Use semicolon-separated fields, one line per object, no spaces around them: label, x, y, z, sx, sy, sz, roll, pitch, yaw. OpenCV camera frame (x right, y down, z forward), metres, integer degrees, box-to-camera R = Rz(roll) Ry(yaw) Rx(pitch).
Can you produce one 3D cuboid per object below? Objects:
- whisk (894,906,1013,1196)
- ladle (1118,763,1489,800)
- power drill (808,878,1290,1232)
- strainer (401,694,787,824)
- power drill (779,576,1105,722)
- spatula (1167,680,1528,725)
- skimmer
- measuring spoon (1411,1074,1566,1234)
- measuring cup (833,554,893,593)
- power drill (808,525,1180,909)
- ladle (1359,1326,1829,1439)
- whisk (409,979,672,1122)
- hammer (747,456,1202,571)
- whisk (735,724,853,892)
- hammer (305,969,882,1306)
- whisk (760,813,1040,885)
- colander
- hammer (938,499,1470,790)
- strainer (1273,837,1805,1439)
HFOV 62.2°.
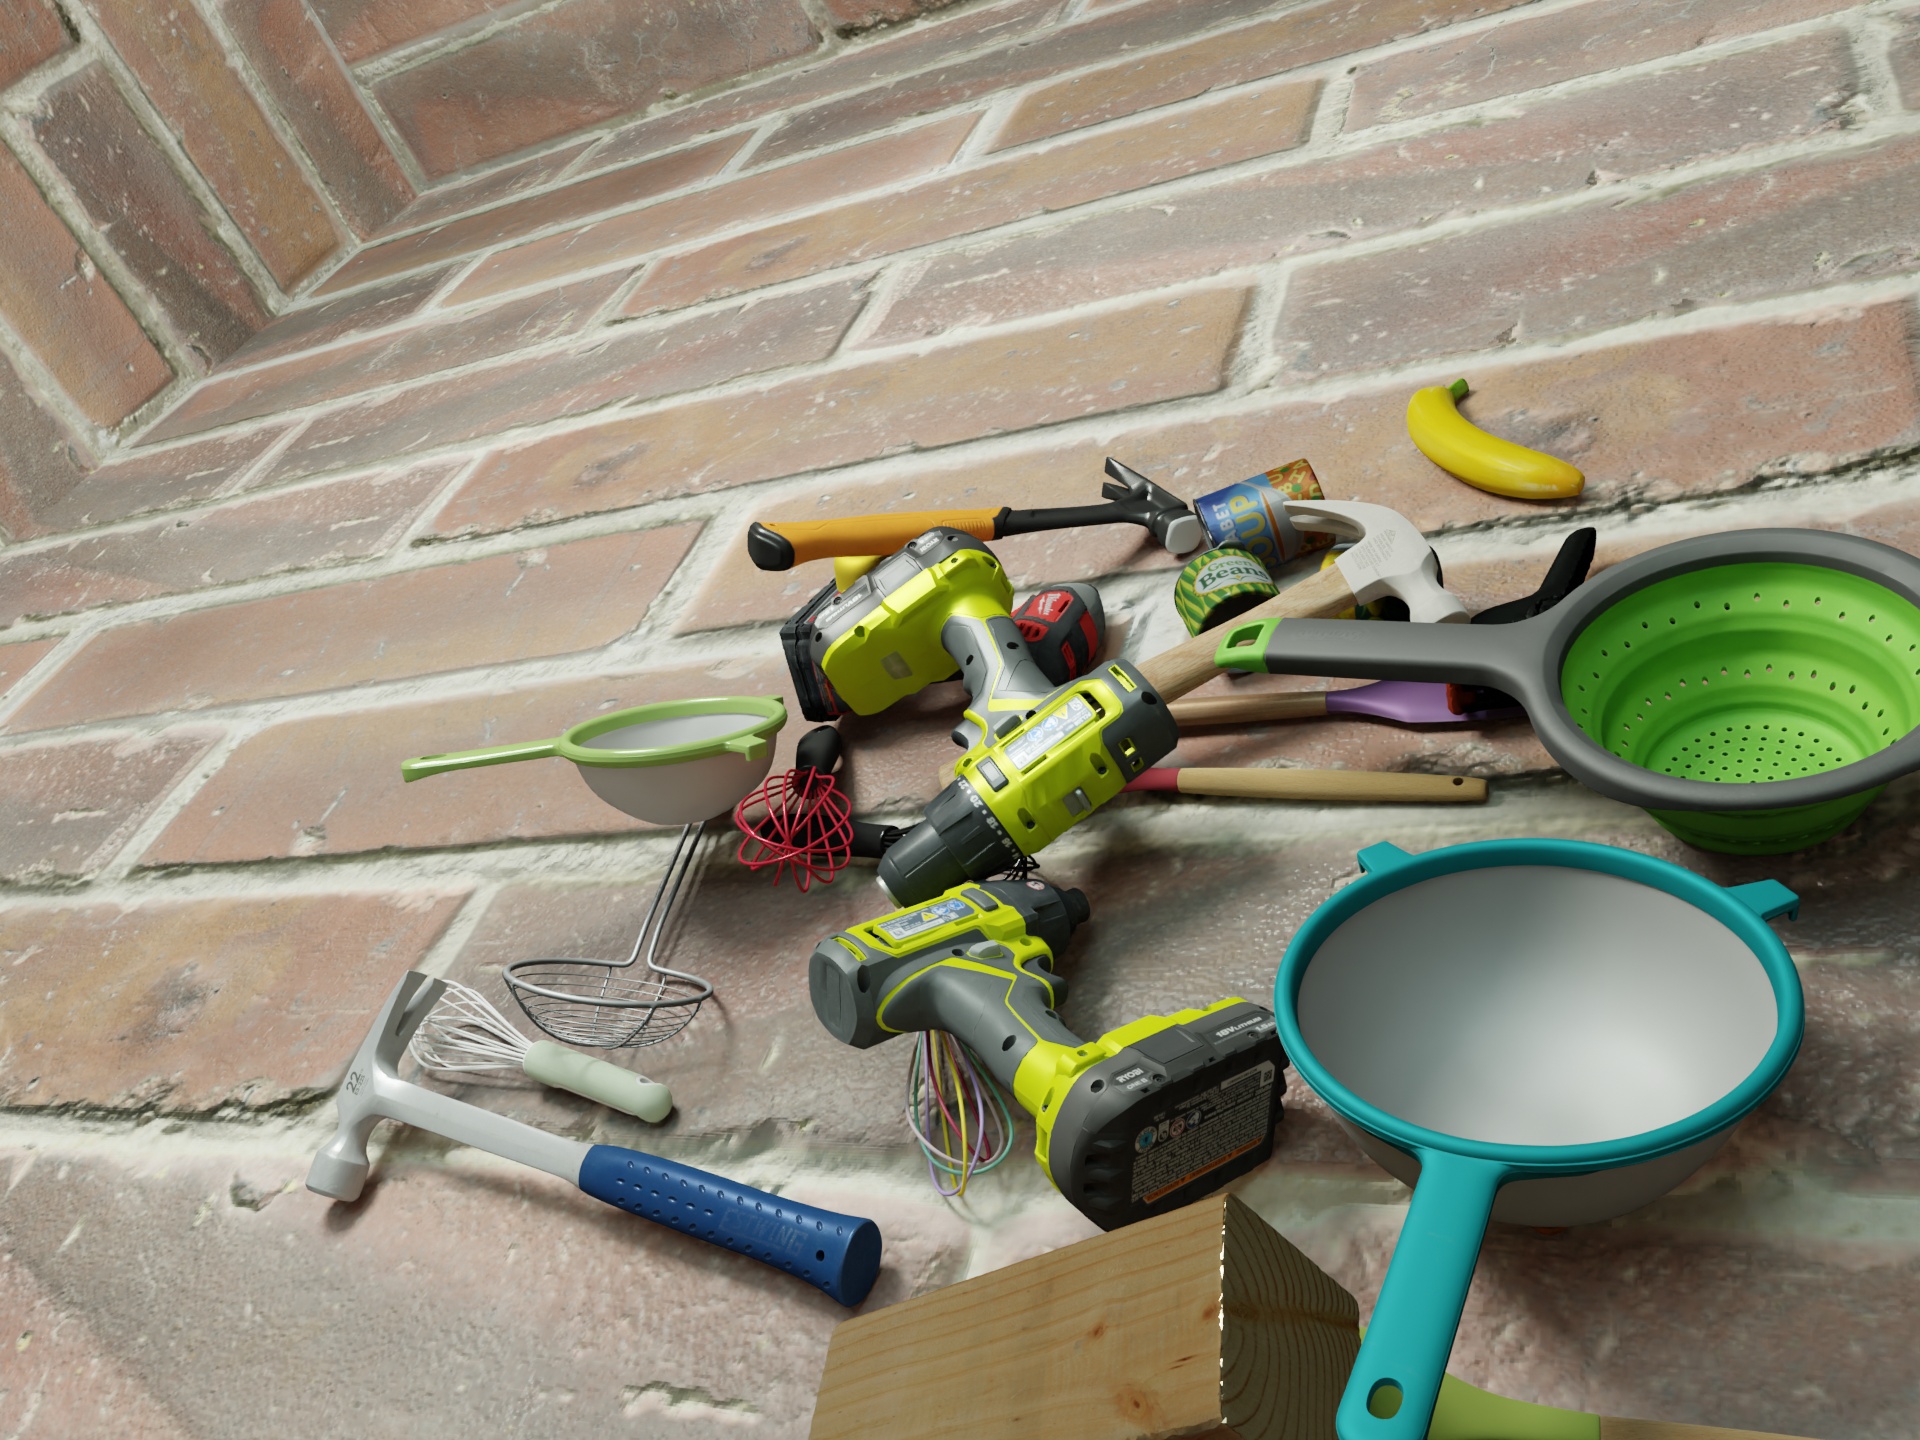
whisk;-0.013;0.167;0.893;0.051;0.047;0.245;-24;31;5
ladle;0.159;0.035;0.967;0.315;0.031;0.069;1;53;31
power drill;0.051;0.150;0.808;0.171;0.080;0.223;-15;28;-34
strainer;-0.238;0.039;1.056;0.256;0.069;0.151;-8;13;0
power drill;-0.005;-0.058;1.146;0.220;0.078;0.143;0;29;26
spatula;0.206;-0.011;1.001;0.316;0.018;0.060;-4;38;25
skimmer;-0.194;0.081;1.079;0.127;0.090;0.364;7;40;6
measuring spoon;0.236;0.195;0.725;0.021;0.011;0.117;-19;29;-13
measuring cup;-0.032;-0.105;1.133;0.062;0.029;0.157;-31;31;-34
power drill;-0.002;-0.003;0.967;0.190;0.080;0.229;-36;46;-2
ladle;0.264;0.274;0.585;0.320;0.062;0.078;-2;39;21
whisk;-0.272;0.213;1.004;0.246;0.057;0.059;8;82;36
hammer;0.005;-0.146;1.162;0.336;0.034;0.127;-9;32;-25
whisk;-0.099;0.045;1.033;0.073;0.073;0.296;-24;12;4
hammer;-0.215;0.244;0.899;0.406;0.035;0.144;6;72;33
whisk;-0.048;0.080;1.026;0.239;0.055;0.055;2;43;41
colander;0.328;-0.006;0.844;0.397;0.094;0.205;5;45;34
hammer;0.134;-0.033;0.986;0.331;0.031;0.130;-28;54;10
strainer;0.219;0.181;0.649;0.211;0.095;0.340;4;34;31
